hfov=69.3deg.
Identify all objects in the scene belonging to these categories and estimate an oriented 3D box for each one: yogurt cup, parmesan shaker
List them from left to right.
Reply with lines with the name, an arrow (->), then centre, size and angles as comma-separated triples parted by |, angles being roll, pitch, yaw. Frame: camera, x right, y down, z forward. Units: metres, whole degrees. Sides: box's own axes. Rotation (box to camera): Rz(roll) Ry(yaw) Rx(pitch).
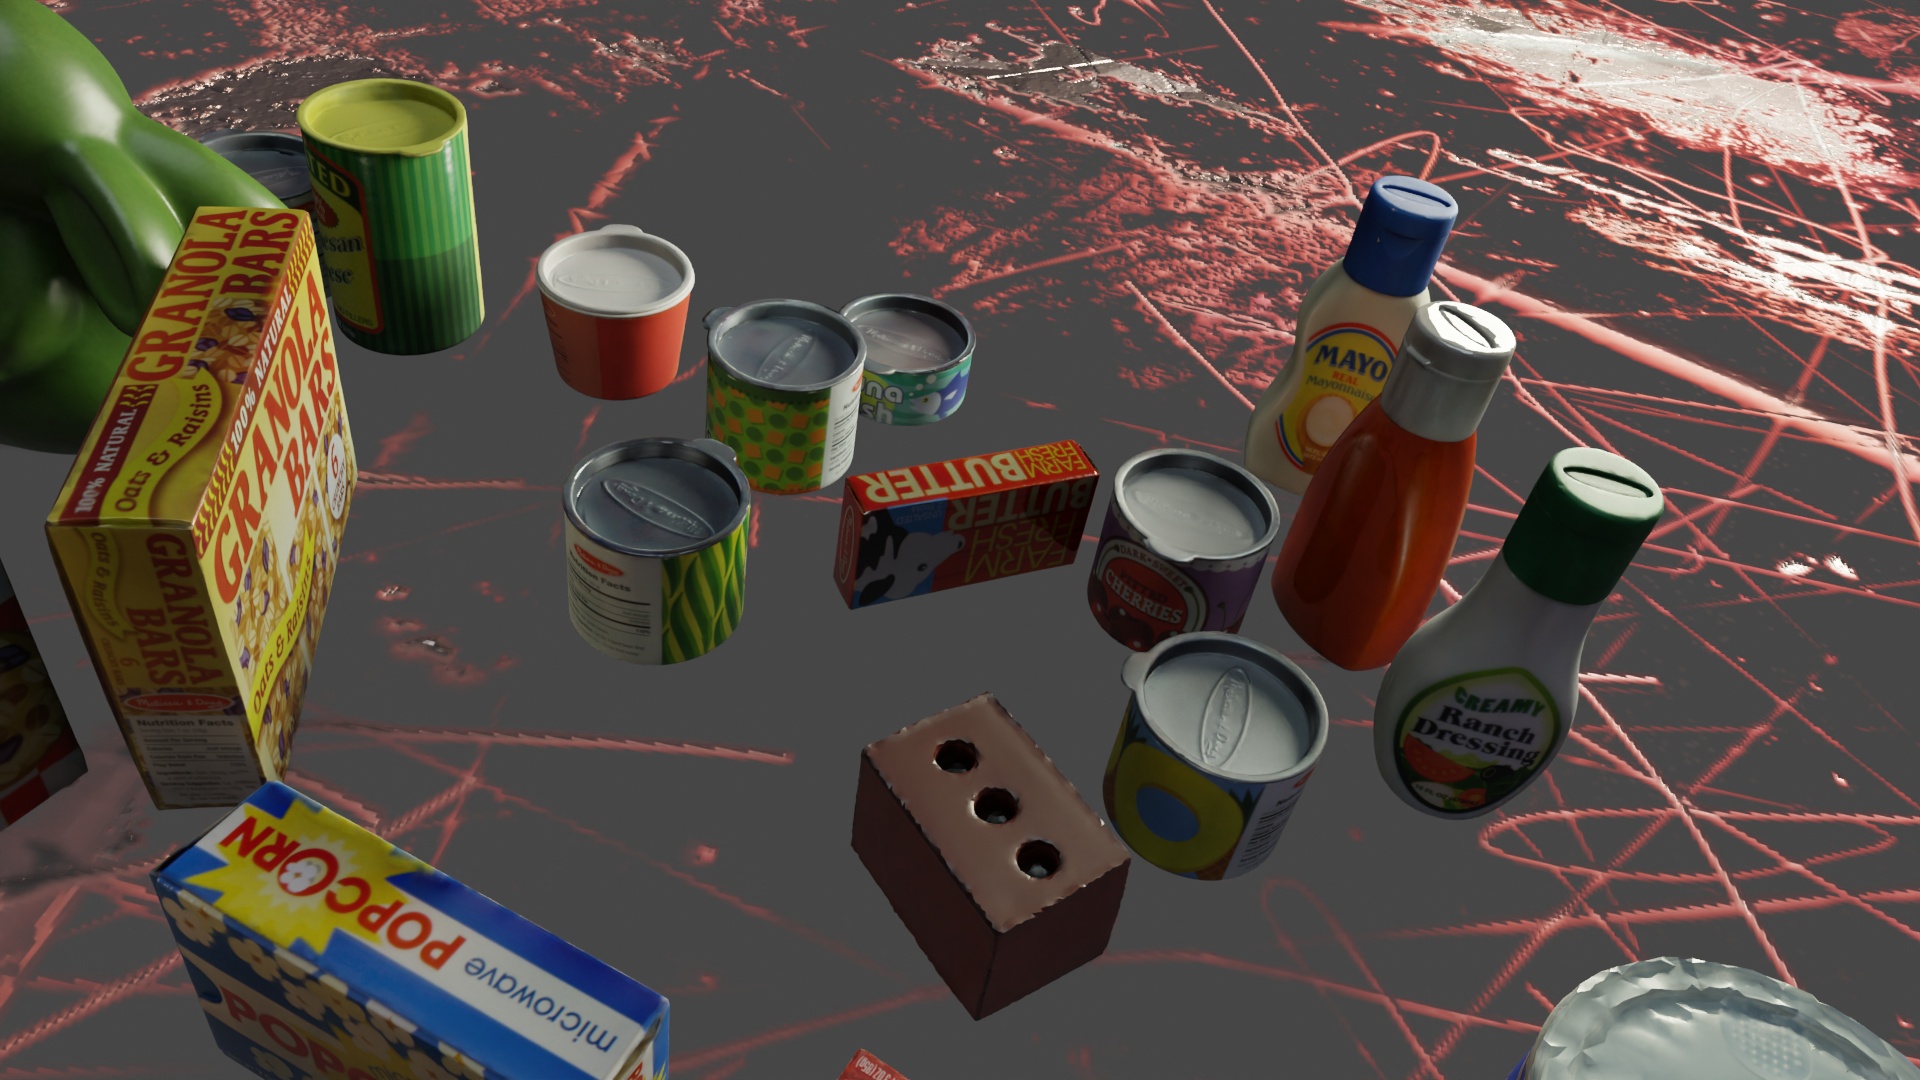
parmesan shaker -> -0.248, -0.140, 0.614 | 0.071, 0.102, 0.072 | 6, 41, -5
yogurt cup -> -0.155, -0.100, 0.626 | 0.072, 0.053, 0.073 | 6, 41, -5

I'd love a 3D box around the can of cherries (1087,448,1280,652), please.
can of cherries -> 0.086, 0.007, 0.555 | 0.071, 0.058, 0.072 | 6, 41, -5

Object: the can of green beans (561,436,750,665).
can of green beans -> -0.112, 0.004, 0.516 | 0.071, 0.057, 0.071 | 6, 41, -5

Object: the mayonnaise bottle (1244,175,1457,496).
mayonnaise bottle -> 0.173, -0.085, 0.609 | 0.065, 0.147, 0.041 | 19, 42, 9

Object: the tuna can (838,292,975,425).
tuna can -> -0.029, -0.084, 0.651 | 0.071, 0.032, 0.071 | 6, 41, -5

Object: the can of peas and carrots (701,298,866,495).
can of peas and carrots -> -0.078, -0.062, 0.596 | 0.071, 0.058, 0.071 | 6, 41, -5

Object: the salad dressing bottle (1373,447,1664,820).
salad dressing bottle -> 0.189, 0.035, 0.478 | 0.064, 0.146, 0.044 | 16, 41, 6

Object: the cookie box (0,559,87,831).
cookie box -> -0.313, 0.037, 0.353 | 0.040, 0.166, 0.123 | 26, 43, 17

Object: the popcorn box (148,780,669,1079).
popcorn box -> -0.136, 0.125, 0.354 | 0.127, 0.084, 0.038 | 24, 43, 14

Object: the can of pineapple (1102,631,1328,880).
can of pineapple -> 0.085, 0.073, 0.480 | 0.071, 0.057, 0.071 | 6, 41, -5

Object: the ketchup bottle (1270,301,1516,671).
ketchup bottle -> 0.166, -0.020, 0.534 | 0.044, 0.148, 0.065 | -13, 46, -25

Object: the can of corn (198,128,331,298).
can of corn -> -0.322, -0.149, 0.641 | 0.071, 0.058, 0.071 | 6, 41, -5

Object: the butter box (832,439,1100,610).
butter box -> 0.002, -0.007, 0.556 | 0.104, 0.052, 0.024 | -11, 46, -23

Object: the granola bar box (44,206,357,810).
granola bar box -> -0.241, -0.015, 0.459 | 0.039, 0.123, 0.166 | 0, 42, -12
